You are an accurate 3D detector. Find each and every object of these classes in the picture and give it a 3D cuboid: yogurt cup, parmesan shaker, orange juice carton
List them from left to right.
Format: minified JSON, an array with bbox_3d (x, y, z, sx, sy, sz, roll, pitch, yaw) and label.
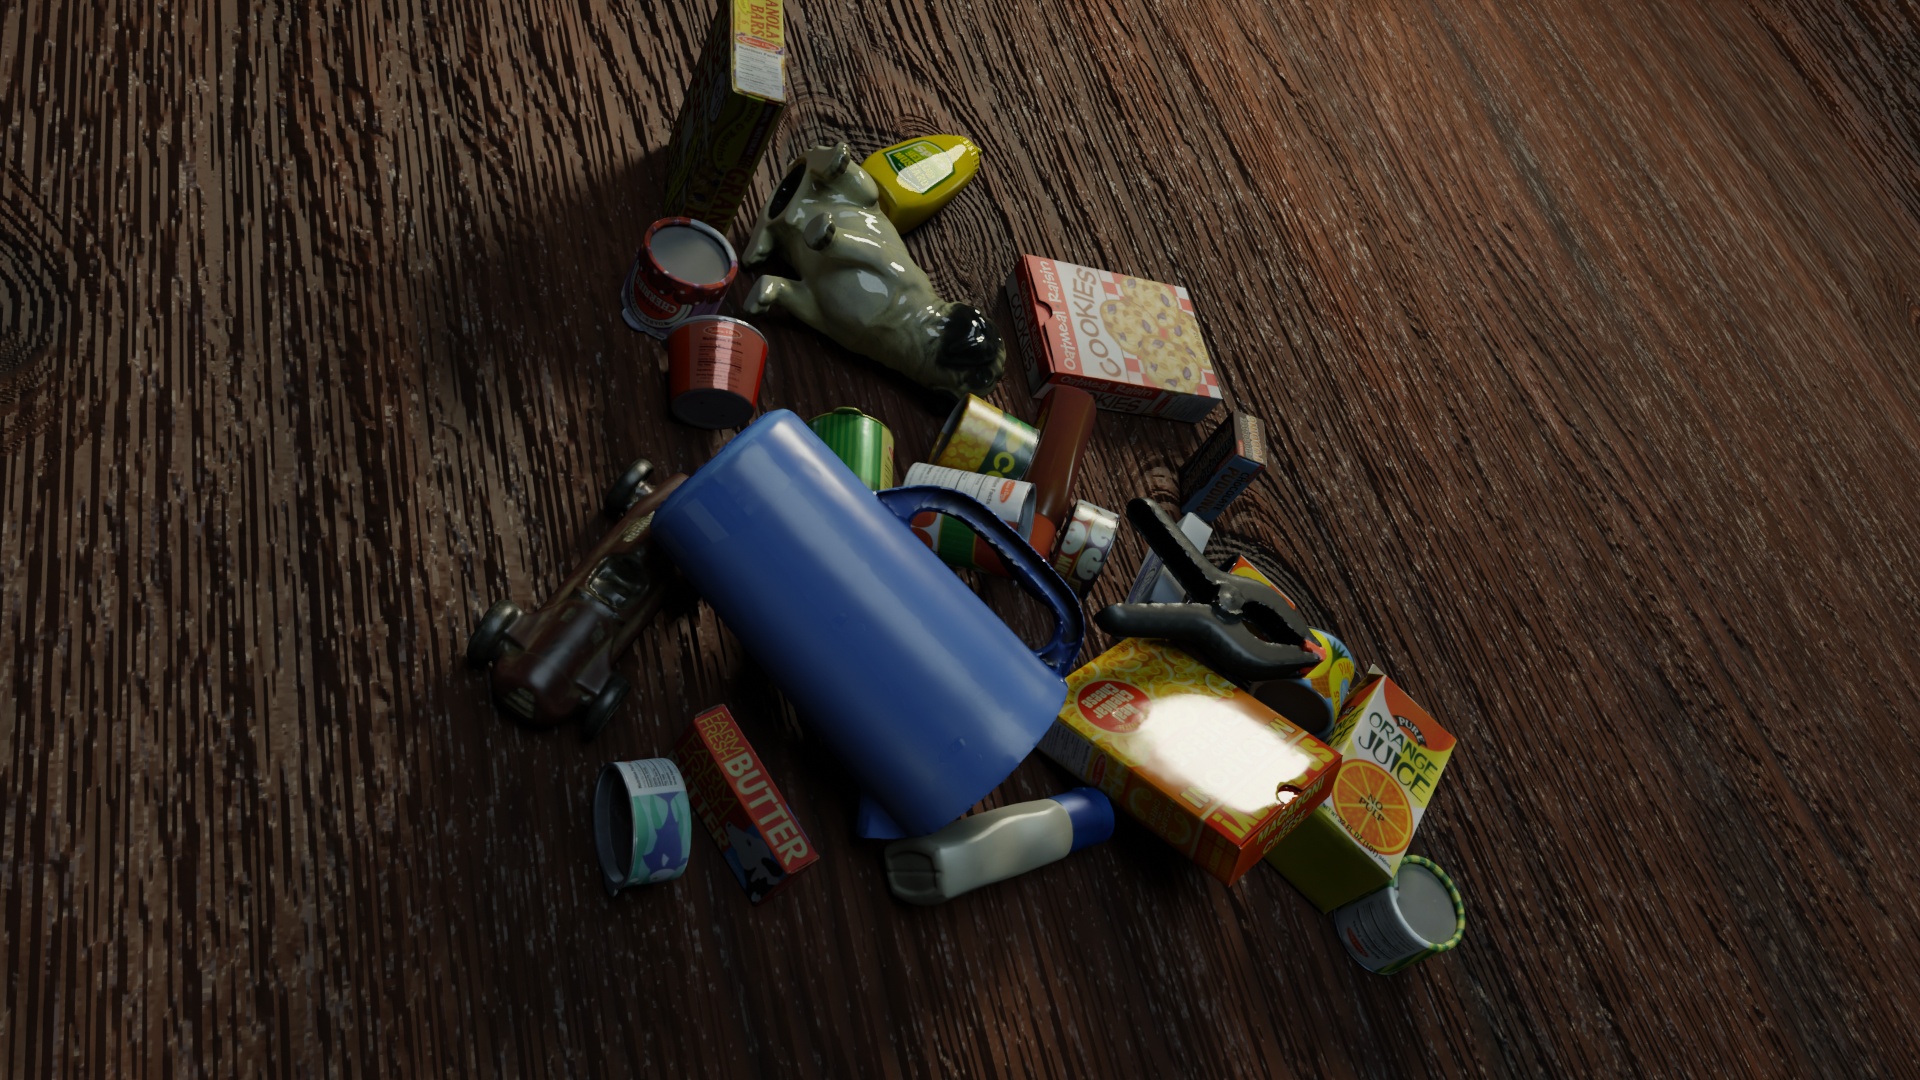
[{"bbox_3d":[-0.163,-0.110,0.925,0.072,0.072,0.054,12,62,-24],"label":"yogurt cup"},{"bbox_3d":[-0.078,-0.026,0.911,0.071,0.071,0.103,15,52,-22],"label":"parmesan shaker"},{"bbox_3d":[0.290,0.167,0.996,0.072,0.072,0.194,43,47,3],"label":"orange juice carton"}]

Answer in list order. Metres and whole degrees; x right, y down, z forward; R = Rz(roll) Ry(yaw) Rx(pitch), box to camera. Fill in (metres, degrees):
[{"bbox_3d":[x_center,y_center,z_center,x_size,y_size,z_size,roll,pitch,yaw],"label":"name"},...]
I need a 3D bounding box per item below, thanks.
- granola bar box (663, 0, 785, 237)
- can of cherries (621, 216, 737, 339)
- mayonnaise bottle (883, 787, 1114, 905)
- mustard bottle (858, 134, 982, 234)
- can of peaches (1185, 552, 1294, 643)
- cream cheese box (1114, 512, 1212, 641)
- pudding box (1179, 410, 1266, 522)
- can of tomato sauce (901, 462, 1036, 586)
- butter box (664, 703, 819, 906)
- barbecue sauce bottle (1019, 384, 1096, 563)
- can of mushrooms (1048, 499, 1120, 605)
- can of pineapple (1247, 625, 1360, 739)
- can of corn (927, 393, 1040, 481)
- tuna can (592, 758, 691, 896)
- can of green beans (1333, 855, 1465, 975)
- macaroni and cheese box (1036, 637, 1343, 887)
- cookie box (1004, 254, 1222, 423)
[{"bbox_3d":[-0.169,-0.294,0.981,0.039,0.164,0.125,11,54,-24],"label":"granola bar box"},{"bbox_3d":[-0.195,-0.179,0.957,0.071,0.058,0.072,16,51,-21],"label":"can of cherries"},{"bbox_3d":[0.029,0.182,0.838,0.148,0.064,0.041,-7,84,-39],"label":"mayonnaise bottle"},{"bbox_3d":[-0.028,-0.305,1.152,0.065,0.048,0.161,46,48,3],"label":"mustard bottle"},{"bbox_3d":[0.204,0.054,1.030,0.058,0.071,0.071,42,47,1],"label":"can of peaches"},{"bbox_3d":[0.148,0.029,1.021,0.024,0.053,0.104,37,47,-6],"label":"cream cheese box"},{"bbox_3d":[0.207,-0.057,1.097,0.030,0.083,0.050,17,52,-17],"label":"pudding box"},{"bbox_3d":[0.003,-0.012,0.936,0.083,0.070,0.071,11,48,10],"label":"can of tomato sauce"},{"bbox_3d":[-0.123,0.147,0.774,0.024,0.053,0.103,-23,72,-42],"label":"butter box"},{"bbox_3d":[0.061,-0.040,1.014,0.044,0.064,0.149,18,58,2],"label":"barbecue sauce bottle"},{"bbox_3d":[0.085,0.008,0.987,0.033,0.070,0.071,23,49,-1],"label":"can of mushrooms"},{"bbox_3d":[0.252,0.106,1.019,0.071,0.070,0.058,39,48,-2],"label":"can of pineapple"},{"bbox_3d":[0.015,-0.063,0.996,0.058,0.070,0.071,28,49,-11],"label":"can of corn"},{"bbox_3d":[-0.169,0.152,0.737,0.033,0.070,0.071,0,59,-32],"label":"tuna can"},{"bbox_3d":[0.300,0.256,0.950,0.071,0.057,0.071,16,52,-21],"label":"can of green beans"},{"bbox_3d":[0.145,0.135,0.907,0.167,0.040,0.124,33,41,31],"label":"macaroni and cheese box"},{"bbox_3d":[0.127,-0.167,1.154,0.168,0.040,0.123,6,56,-28],"label":"cookie box"}]
